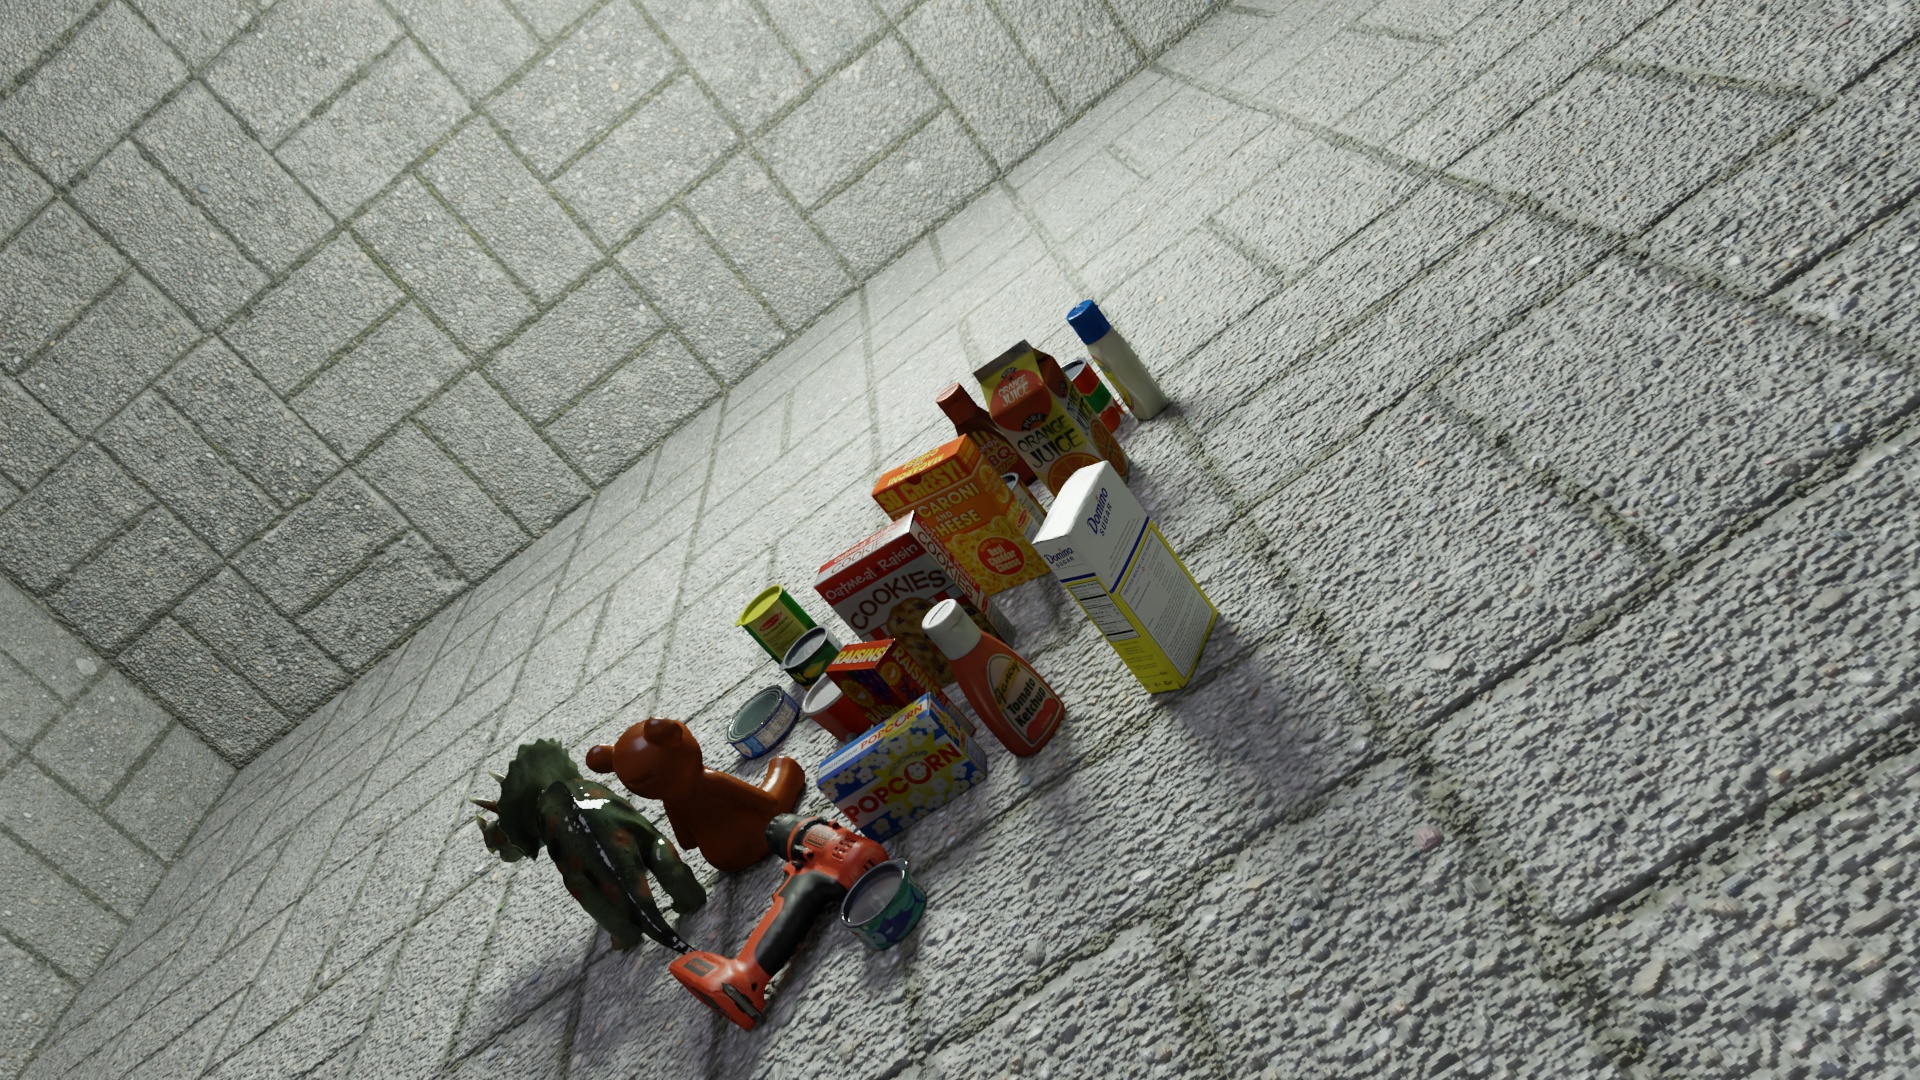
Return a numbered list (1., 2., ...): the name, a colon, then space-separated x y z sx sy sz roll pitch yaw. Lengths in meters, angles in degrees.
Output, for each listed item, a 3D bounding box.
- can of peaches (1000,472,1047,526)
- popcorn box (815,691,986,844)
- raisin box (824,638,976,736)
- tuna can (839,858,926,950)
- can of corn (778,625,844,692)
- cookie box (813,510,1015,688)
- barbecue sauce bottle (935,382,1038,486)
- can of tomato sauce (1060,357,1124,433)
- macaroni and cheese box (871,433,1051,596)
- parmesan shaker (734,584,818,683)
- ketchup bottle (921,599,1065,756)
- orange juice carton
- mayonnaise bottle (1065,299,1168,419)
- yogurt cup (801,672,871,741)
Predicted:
1. can of peaches: 0.054 -0.033 1.551 0.071 0.058 0.071 -34 22 16
2. popcorn box: -0.052 0.202 1.220 0.126 0.085 0.038 -34 22 14
3. raisin box: -0.055 0.147 1.282 0.086 0.123 0.040 -11 35 52
4. tuna can: -0.061 0.294 1.125 0.071 0.032 0.071 -34 22 16
5. can of corn: -0.158 0.140 1.557 0.071 0.058 0.071 -34 22 16
6. cookie box: -0.044 0.066 1.364 0.122 0.167 0.040 -30 23 24
7. barbecue sauce bottle: 0.029 -0.121 1.642 0.064 0.148 0.044 -33 22 19
8. can of tomato sauce: 0.142 -0.160 1.623 0.071 0.083 0.071 -34 22 16
9. macaroni and cheese box: 0.005 -0.018 1.452 0.123 0.166 0.040 -24 26 36
10. parmesan shaker: -0.204 0.112 1.627 0.071 0.103 0.071 -34 22 16
11. ketchup bottle: 0.025 0.114 1.180 0.043 0.148 0.065 -8 38 54
12. orange juice carton: 0.096 -0.123 1.473 0.071 0.192 0.073 -30 23 25
13. mayonnaise bottle: 0.175 -0.204 1.566 0.041 0.148 0.065 -41 21 -2
14. yogurt cup: -0.122 0.172 1.441 0.072 0.054 0.073 -34 22 16
